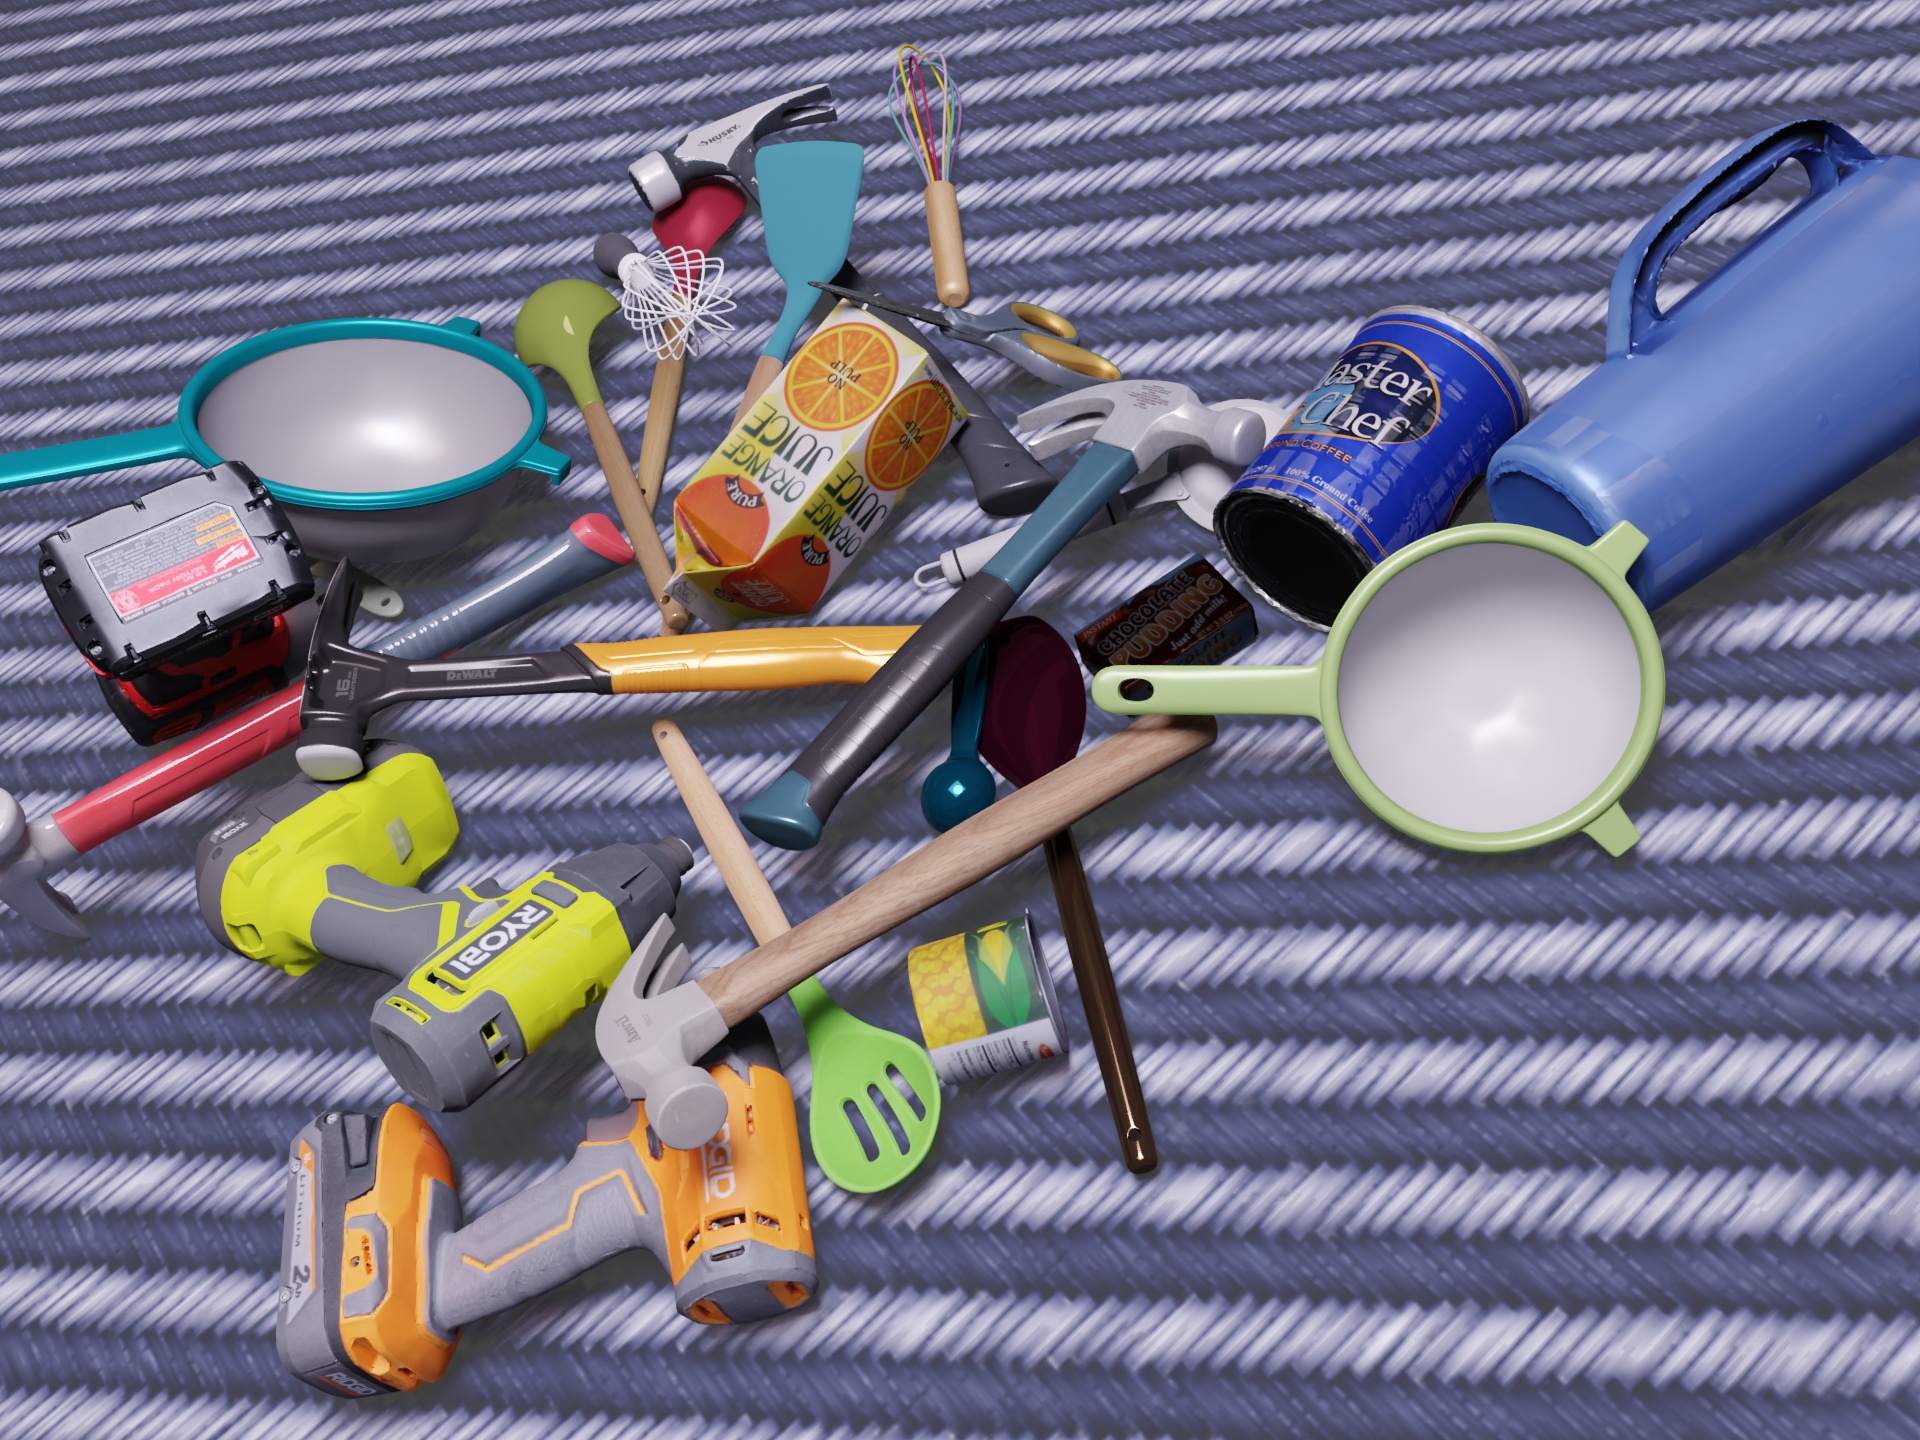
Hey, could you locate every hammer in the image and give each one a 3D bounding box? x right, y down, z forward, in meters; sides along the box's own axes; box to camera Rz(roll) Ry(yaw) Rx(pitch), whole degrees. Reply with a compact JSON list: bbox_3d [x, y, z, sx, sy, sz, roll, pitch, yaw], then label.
[{"bbox_3d":[-0.017,0.073,0.744,0.331,0.031,0.130,-29,29,-20],"label":"hammer"},{"bbox_3d":[0.011,-0.060,0.821,0.128,0.033,0.331,27,68,40],"label":"hammer"},{"bbox_3d":[-0.175,-0.034,0.854,0.337,0.034,0.127,-2,56,-5],"label":"hammer"},{"bbox_3d":[-0.361,-0.007,0.916,0.386,0.143,0.038,-32,70,-20],"label":"hammer"},{"bbox_3d":[-0.061,-0.270,1.010,0.149,0.036,0.409,-32,61,-8],"label":"hammer"}]

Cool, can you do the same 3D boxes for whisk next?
[{"bbox_3d":[-0.199,-0.281,1.017,0.070,0.070,0.285,-32,31,-7],"label":"whisk"},{"bbox_3d":[-0.020,-0.375,1.081,0.051,0.047,0.245,-11,59,7],"label":"whisk"}]

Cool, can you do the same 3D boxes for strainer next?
[{"bbox_3d":[0.095,-0.122,0.889,0.258,0.050,0.087,-20,69,6],"label":"strainer"},{"bbox_3d":[-0.419,-0.144,0.962,0.340,0.095,0.211,-17,48,-27],"label":"strainer"},{"bbox_3d":[0.194,-0.016,0.761,0.256,0.069,0.151,0,95,13],"label":"strainer"}]

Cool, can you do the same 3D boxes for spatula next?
[{"bbox_3d":[-0.129,-0.198,0.954,0.082,0.044,0.317,10,76,29],"label":"spatula"}]

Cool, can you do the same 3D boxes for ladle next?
[{"bbox_3d":[-0.215,-0.169,0.992,0.078,0.062,0.320,-31,57,6],"label":"ladle"},{"bbox_3d":[-0.191,-0.261,1.065,0.069,0.031,0.316,-5,59,13],"label":"ladle"}]

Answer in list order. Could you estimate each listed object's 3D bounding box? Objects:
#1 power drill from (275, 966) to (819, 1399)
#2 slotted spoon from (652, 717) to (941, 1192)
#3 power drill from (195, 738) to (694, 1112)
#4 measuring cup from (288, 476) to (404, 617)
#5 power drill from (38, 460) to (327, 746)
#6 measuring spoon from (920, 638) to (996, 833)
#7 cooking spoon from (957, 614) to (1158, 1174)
[{"bbox_3d":[-0.184,0.207,0.729,0.226,0.084,0.164,-14,53,2],"label":"power drill"},{"bbox_3d":[-0.093,0.104,0.800,0.070,0.031,0.314,-40,53,5],"label":"slotted spoon"},{"bbox_3d":[-0.255,0.088,0.790,0.223,0.080,0.171,17,41,34],"label":"power drill"},{"bbox_3d":[-0.414,-0.109,1.017,0.168,0.038,0.083,28,69,31],"label":"measuring cup"},{"bbox_3d":[-0.417,-0.057,0.888,0.143,0.219,0.078,-30,87,-22],"label":"power drill"},{"bbox_3d":[-0.001,-0.003,0.835,0.042,0.021,0.129,-10,61,28],"label":"measuring spoon"},{"bbox_3d":[0.052,0.070,0.787,0.069,0.017,0.319,-16,54,5],"label":"cooking spoon"}]
